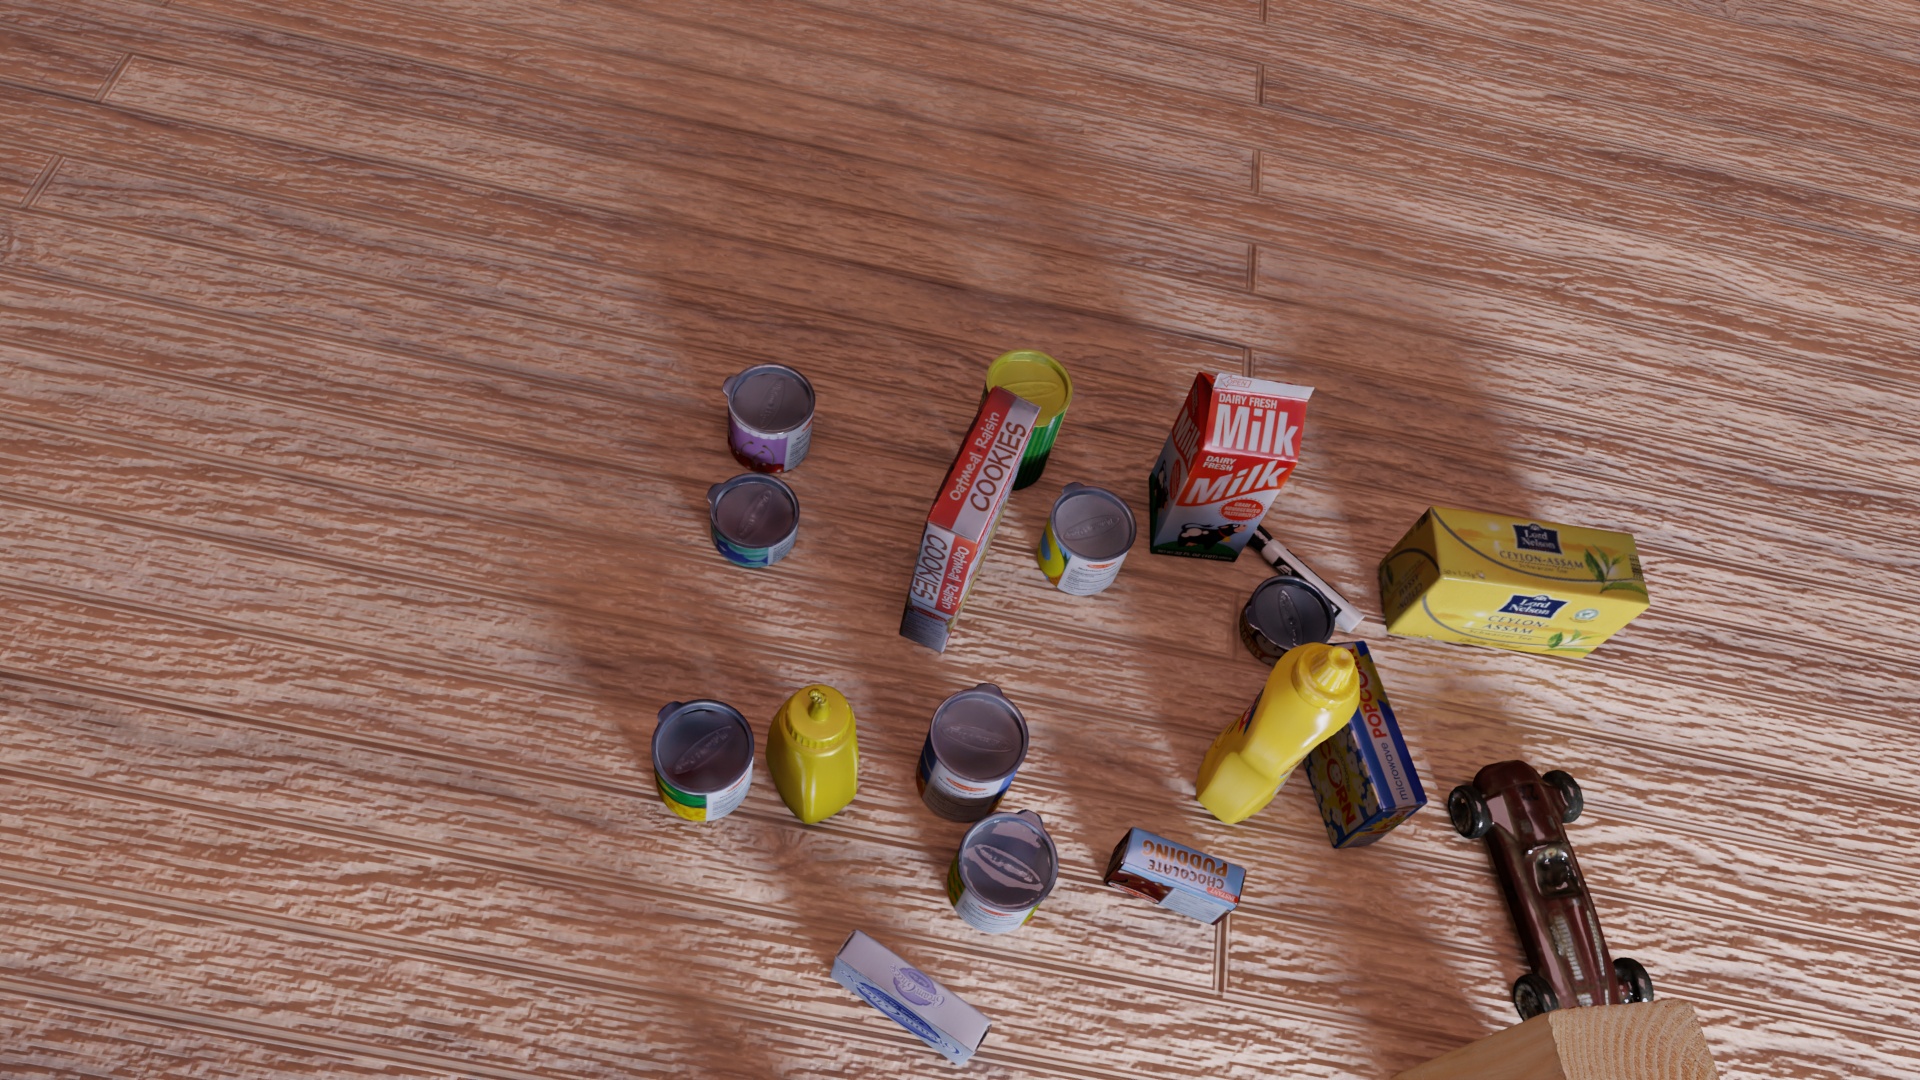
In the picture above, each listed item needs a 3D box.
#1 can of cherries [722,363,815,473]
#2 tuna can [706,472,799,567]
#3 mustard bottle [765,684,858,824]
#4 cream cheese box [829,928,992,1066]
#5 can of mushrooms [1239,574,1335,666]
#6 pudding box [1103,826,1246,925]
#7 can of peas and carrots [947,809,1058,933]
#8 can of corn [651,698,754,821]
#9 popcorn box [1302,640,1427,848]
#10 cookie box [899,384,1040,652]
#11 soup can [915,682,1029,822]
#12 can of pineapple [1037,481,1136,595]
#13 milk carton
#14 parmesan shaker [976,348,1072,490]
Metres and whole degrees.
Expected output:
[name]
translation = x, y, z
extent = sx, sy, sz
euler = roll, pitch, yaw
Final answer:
[can of cherries]
translation = -0.149, -0.095, 1.074
extent = 0.071, 0.058, 0.072
euler = 4, 59, -7
[tuna can]
translation = -0.157, -0.016, 1.041
extent = 0.071, 0.032, 0.071
euler = 4, 59, -7
[mustard bottle]
translation = -0.093, 0.130, 0.891
extent = 0.049, 0.159, 0.065
euler = -27, 68, -23
[cream cheese box]
translation = -0.032, 0.287, 0.872
extent = 0.104, 0.053, 0.024
euler = 32, 60, 9
[can of mushrooms]
translation = 0.247, 0.063, 1.065
extent = 0.071, 0.033, 0.071
euler = 4, 59, -7
[pudding box]
translation = 0.145, 0.228, 0.940
extent = 0.084, 0.049, 0.030
euler = 20, 59, 2
[can of peas and carrots]
translation = 0.028, 0.218, 0.920
extent = 0.071, 0.058, 0.071
euler = 4, 59, -7
[can of corn]
translation = -0.173, 0.146, 0.928
extent = 0.071, 0.058, 0.071
euler = 4, 59, -7
[popcorn box]
translation = 0.277, 0.146, 0.991
extent = 0.038, 0.084, 0.127
euler = -7, 61, -14
[cookie box]
translation = 0.004, -0.012, 0.988
extent = 0.040, 0.166, 0.123
euler = 23, 59, 4
[soup can]
translation = 0.007, 0.145, 0.945
extent = 0.071, 0.083, 0.071
euler = 4, 59, -7
[can of pineapple]
translation = 0.095, -0.001, 1.062
extent = 0.071, 0.057, 0.071
euler = 4, 59, -7
[milk carton]
translation = 0.198, -0.063, 1.039
extent = 0.072, 0.189, 0.074
euler = 7, 59, -6
[parmesan shaker]
translation = 0.044, -0.089, 1.078
extent = 0.071, 0.102, 0.071
euler = 4, 59, -7
